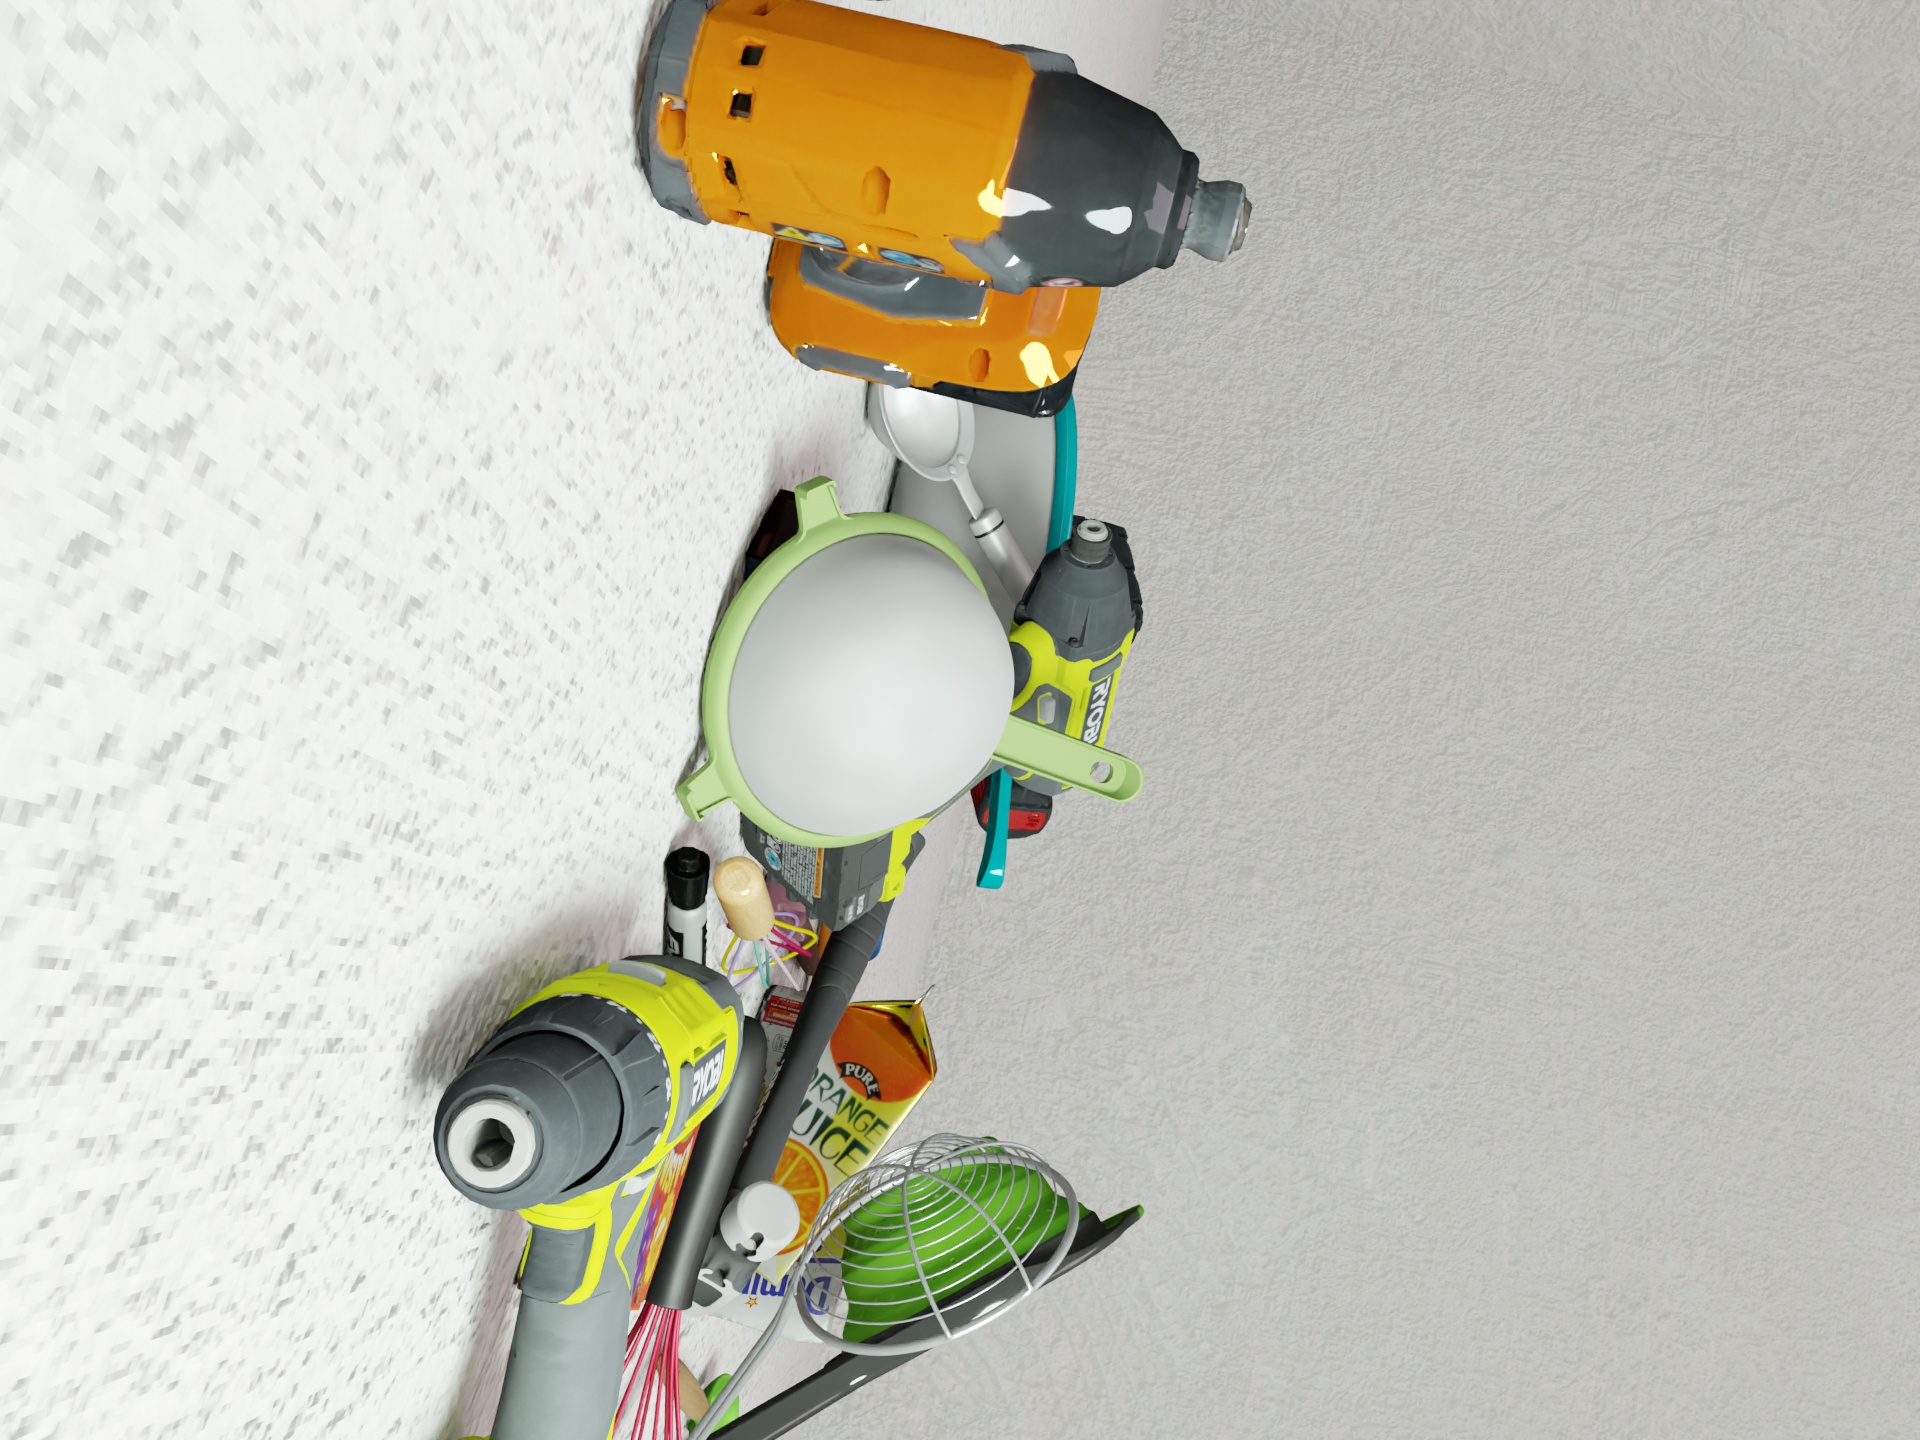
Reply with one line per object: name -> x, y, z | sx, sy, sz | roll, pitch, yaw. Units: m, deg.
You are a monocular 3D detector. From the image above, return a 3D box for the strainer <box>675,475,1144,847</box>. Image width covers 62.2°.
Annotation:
strainer -> 0.010, 0.006, 0.705 | 0.069, 0.256, 0.151 | 25, -86, 50

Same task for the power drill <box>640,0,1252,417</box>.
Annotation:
power drill -> 0.002, -0.157, 0.516 | 0.226, 0.164, 0.084 | -46, 149, -86

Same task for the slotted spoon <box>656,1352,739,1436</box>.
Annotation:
slotted spoon -> -0.183, 0.467, 1.094 | 0.313, 0.031, 0.070 | 94, 11, -59

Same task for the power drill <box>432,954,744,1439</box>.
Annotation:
power drill -> -0.131, 0.191, 0.499 | 0.190, 0.080, 0.228 | 34, 68, -86

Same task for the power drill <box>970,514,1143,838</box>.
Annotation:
power drill -> 0.055, -0.035, 1.141 | 0.143, 0.078, 0.219 | -95, -162, -47

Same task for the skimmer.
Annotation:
skimmer -> -0.082, 0.327, 0.734 | 0.363, 0.090, 0.127 | -56, -174, 20

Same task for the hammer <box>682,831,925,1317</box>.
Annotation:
hammer -> -0.084, 0.174, 0.882 | 0.146, 0.035, 0.335 | -49, -168, 40

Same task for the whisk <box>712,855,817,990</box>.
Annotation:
whisk -> -0.096, 0.097, 0.771 | 0.245, 0.047, 0.051 | 102, -4, -73

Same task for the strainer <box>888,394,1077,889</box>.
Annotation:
strainer -> -0.002, -0.066, 1.008 | 0.211, 0.095, 0.340 | 131, -35, -71

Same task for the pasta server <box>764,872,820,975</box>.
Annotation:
pasta server -> -0.099, 0.137, 1.034 | 0.316, 0.040, 0.060 | 96, 20, -71

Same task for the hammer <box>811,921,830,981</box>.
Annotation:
hammer -> -0.105, 0.214, 1.249 | 0.127, 0.034, 0.336 | -61, 164, -72

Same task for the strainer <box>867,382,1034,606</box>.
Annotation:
strainer -> 0.008, -0.118, 0.898 | 0.258, 0.050, 0.087 | 59, 42, -19

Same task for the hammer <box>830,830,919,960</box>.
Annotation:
hammer -> -0.024, 0.026, 1.162 | 0.406, 0.035, 0.144 | -69, 171, -56

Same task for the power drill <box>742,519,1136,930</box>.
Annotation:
power drill -> -0.001, -0.003, 0.824 | 0.223, 0.080, 0.171 | -30, 145, -35

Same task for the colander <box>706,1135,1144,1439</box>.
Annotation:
colander -> -0.066, 0.340, 0.939 | 0.397, 0.094, 0.204 | -15, 160, -41

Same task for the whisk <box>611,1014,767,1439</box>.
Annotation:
whisk -> -0.135, 0.275, 0.700 | 0.073, 0.073, 0.296 | 74, 32, -82
